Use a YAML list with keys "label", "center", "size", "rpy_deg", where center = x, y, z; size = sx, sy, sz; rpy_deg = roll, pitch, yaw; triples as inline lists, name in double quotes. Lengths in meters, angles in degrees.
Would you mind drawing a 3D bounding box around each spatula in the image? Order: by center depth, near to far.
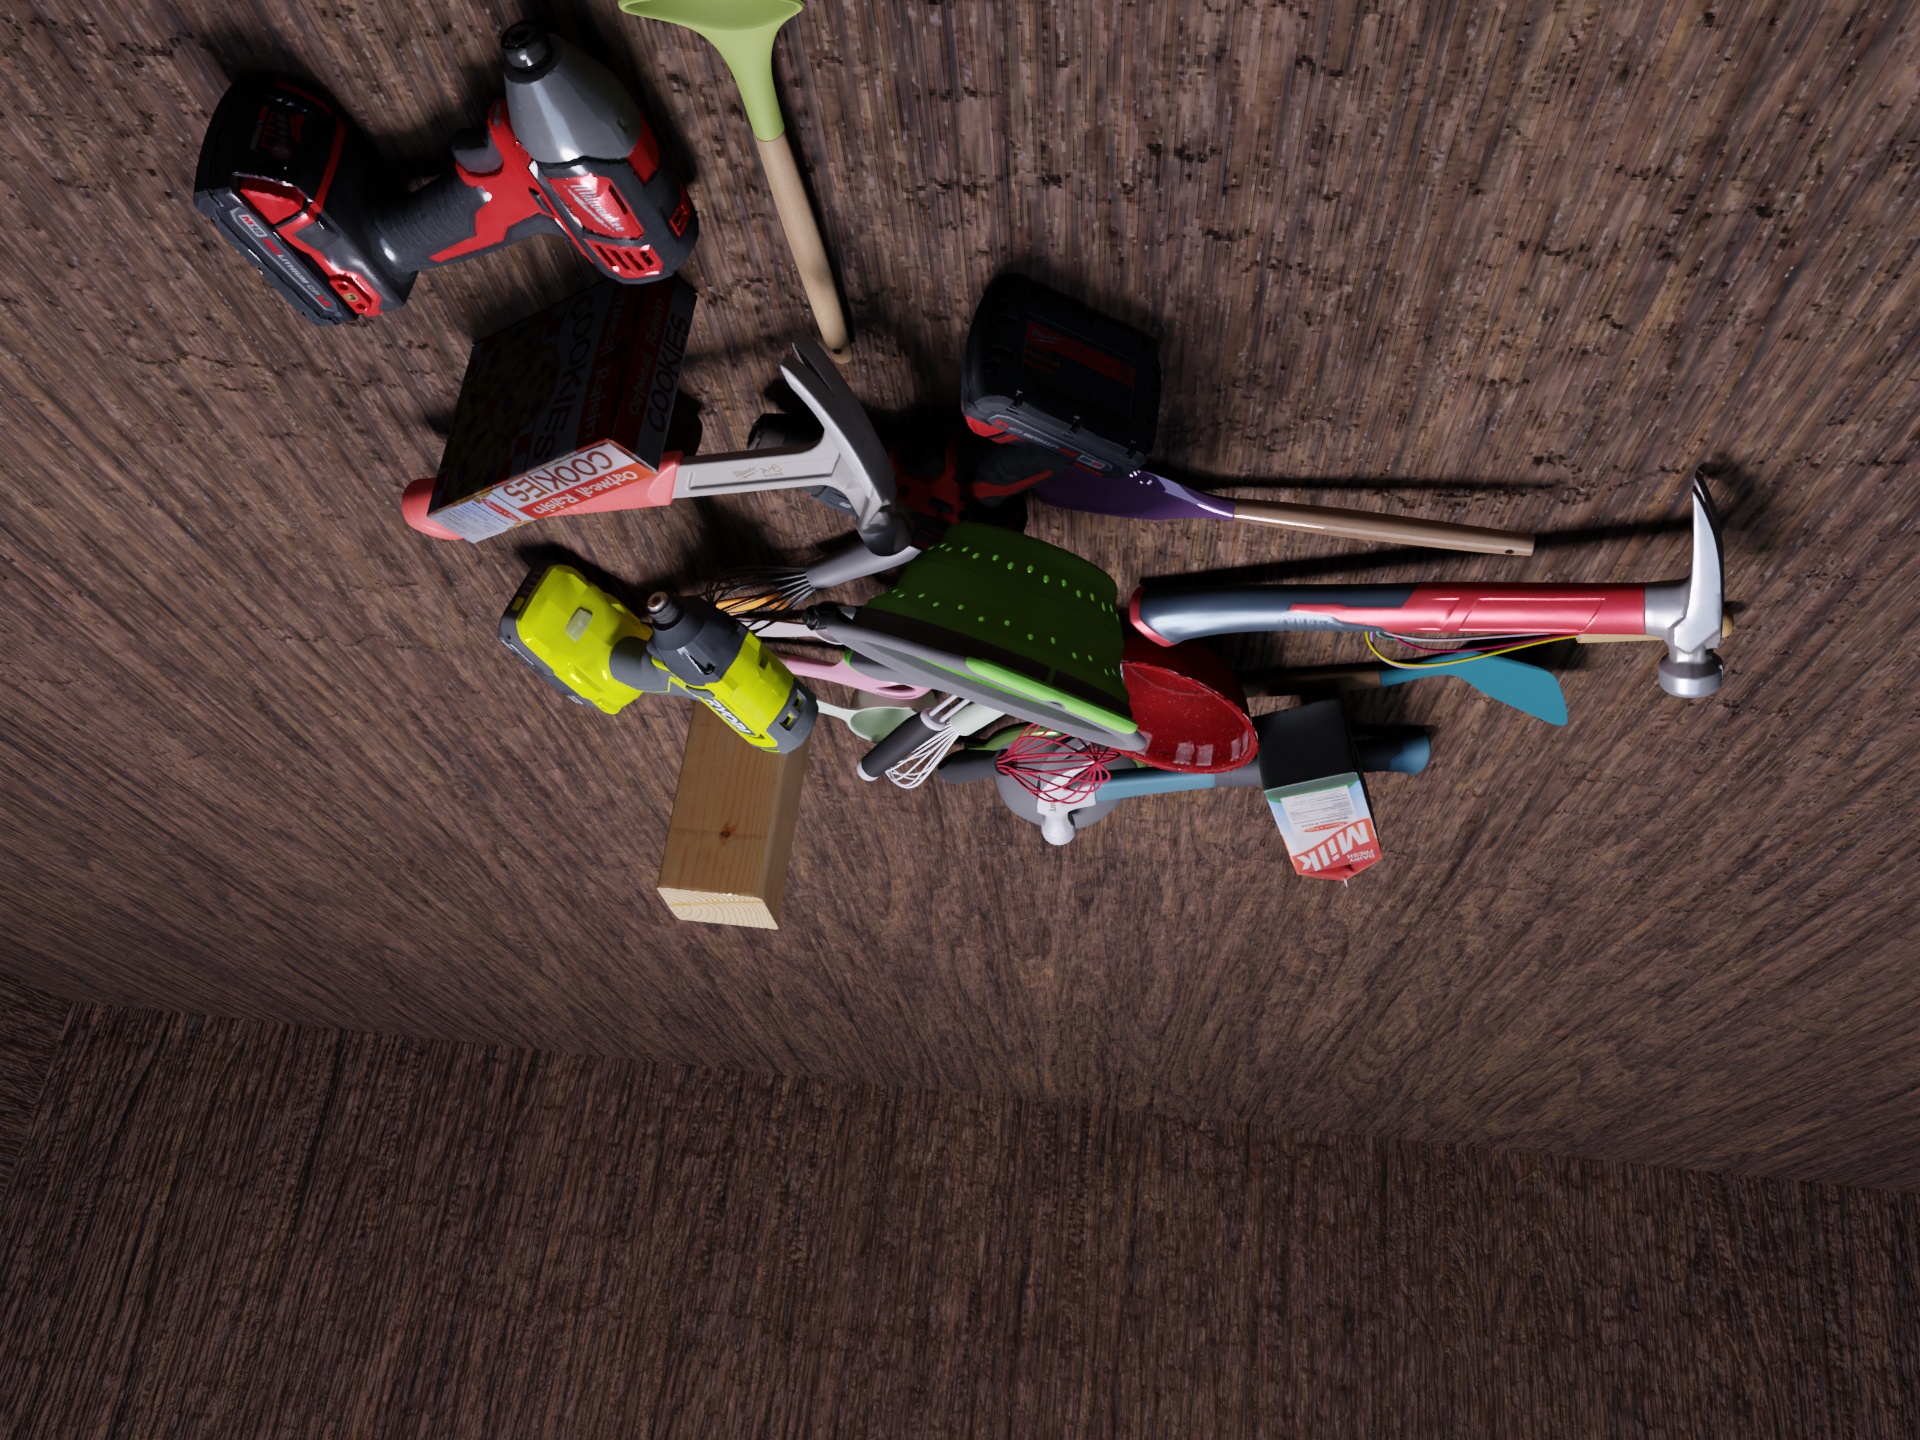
- label: "spatula"
  center: [0.201, -0.133, 1.012]
  size: [0.316, 0.018, 0.059]
  rpy_deg: [9, 155, 12]
- label: "spatula"
  center: [0.299, -0.023, 1.231]
  size: [0.317, 0.044, 0.082]
  rpy_deg: [-4, 151, 26]

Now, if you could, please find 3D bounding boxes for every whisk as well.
- label: "whisk"
  center: [0.408, -0.068, 1.108]
  size: [0.245, 0.047, 0.051]
  rpy_deg: [-1, 154, 8]
- label: "whisk"
  center: [-0.106, -0.108, 1.159]
  size: [0.239, 0.055, 0.055]
  rpy_deg: [-16, 147, 34]
- label: "whisk"
  center: [0.045, 0.035, 1.326]
  size: [0.073, 0.073, 0.296]
  rpy_deg: [17, 170, -22]
- label: "whisk"
  center: [-0.004, 0.003, 1.384]
  size: [0.058, 0.059, 0.246]
  rpy_deg: [-22, 174, -40]

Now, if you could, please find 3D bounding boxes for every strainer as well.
- label: "strainer"
  center: [0.131, 0.051, 1.415]
  size: [0.151, 0.069, 0.256]
  rpy_deg: [27, 151, -38]

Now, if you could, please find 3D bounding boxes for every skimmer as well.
- label: "skimmer"
  center: [-0.002, -0.004, 1.234]
  size: [0.127, 0.090, 0.363]
  rpy_deg: [36, 143, -13]

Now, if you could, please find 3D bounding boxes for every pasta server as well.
- label: "pasta server"
  center: [-0.167, -0.058, 1.312]
  size: [0.316, 0.040, 0.060]
  rpy_deg: [9, 157, 5]

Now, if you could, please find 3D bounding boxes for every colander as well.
- label: "colander"
  center: [0.002, -0.065, 1.037]
  size: [0.204, 0.094, 0.397]
  rpy_deg: [22, 177, -20]

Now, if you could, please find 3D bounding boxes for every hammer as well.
- label: "hammer"
  center: [-0.209, -0.152, 0.973]
  size: [0.359, 0.037, 0.148]
  rpy_deg: [0, 142, 28]
- label: "hammer"
  center: [0.295, -0.089, 1.059]
  size: [0.386, 0.038, 0.143]
  rpy_deg: [2, 123, 28]
- label: "hammer"
  center: [0.227, 0.044, 1.346]
  size: [0.331, 0.033, 0.128]
  rpy_deg: [-7, 142, 5]

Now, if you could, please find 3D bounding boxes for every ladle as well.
- label: "ladle"
  center: [-0.090, -0.263, 0.786]
  size: [0.078, 0.062, 0.320]
  rpy_deg: [2, 158, 8]

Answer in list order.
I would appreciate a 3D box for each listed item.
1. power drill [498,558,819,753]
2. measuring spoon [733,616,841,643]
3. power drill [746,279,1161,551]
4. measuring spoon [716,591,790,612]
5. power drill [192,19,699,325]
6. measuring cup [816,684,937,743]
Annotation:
- label: "power drill"
  center: [-0.232, -0.054, 1.187]
  size: [0.223, 0.080, 0.171]
  rpy_deg: [12, 157, 37]
- label: "measuring spoon"
  center: [-0.140, -0.079, 1.272]
  size: [0.124, 0.018, 0.034]
  rpy_deg: [4, 146, 24]
- label: "power drill"
  center: [-0.008, -0.170, 0.951]
  size: [0.187, 0.080, 0.226]
  rpy_deg: [18, 157, -24]
- label: "measuring spoon"
  center: [-0.184, -0.086, 1.265]
  size: [0.117, 0.011, 0.021]
  rpy_deg: [-9, 152, 32]
- label: "power drill"
  center: [-0.255, -0.272, 0.791]
  size: [0.220, 0.079, 0.143]
  rpy_deg: [-3, 155, 15]
- label: "measuring cup"
  center: [-0.098, -0.022, 1.349]
  size: [0.167, 0.038, 0.083]
  rpy_deg: [16, 153, -19]
